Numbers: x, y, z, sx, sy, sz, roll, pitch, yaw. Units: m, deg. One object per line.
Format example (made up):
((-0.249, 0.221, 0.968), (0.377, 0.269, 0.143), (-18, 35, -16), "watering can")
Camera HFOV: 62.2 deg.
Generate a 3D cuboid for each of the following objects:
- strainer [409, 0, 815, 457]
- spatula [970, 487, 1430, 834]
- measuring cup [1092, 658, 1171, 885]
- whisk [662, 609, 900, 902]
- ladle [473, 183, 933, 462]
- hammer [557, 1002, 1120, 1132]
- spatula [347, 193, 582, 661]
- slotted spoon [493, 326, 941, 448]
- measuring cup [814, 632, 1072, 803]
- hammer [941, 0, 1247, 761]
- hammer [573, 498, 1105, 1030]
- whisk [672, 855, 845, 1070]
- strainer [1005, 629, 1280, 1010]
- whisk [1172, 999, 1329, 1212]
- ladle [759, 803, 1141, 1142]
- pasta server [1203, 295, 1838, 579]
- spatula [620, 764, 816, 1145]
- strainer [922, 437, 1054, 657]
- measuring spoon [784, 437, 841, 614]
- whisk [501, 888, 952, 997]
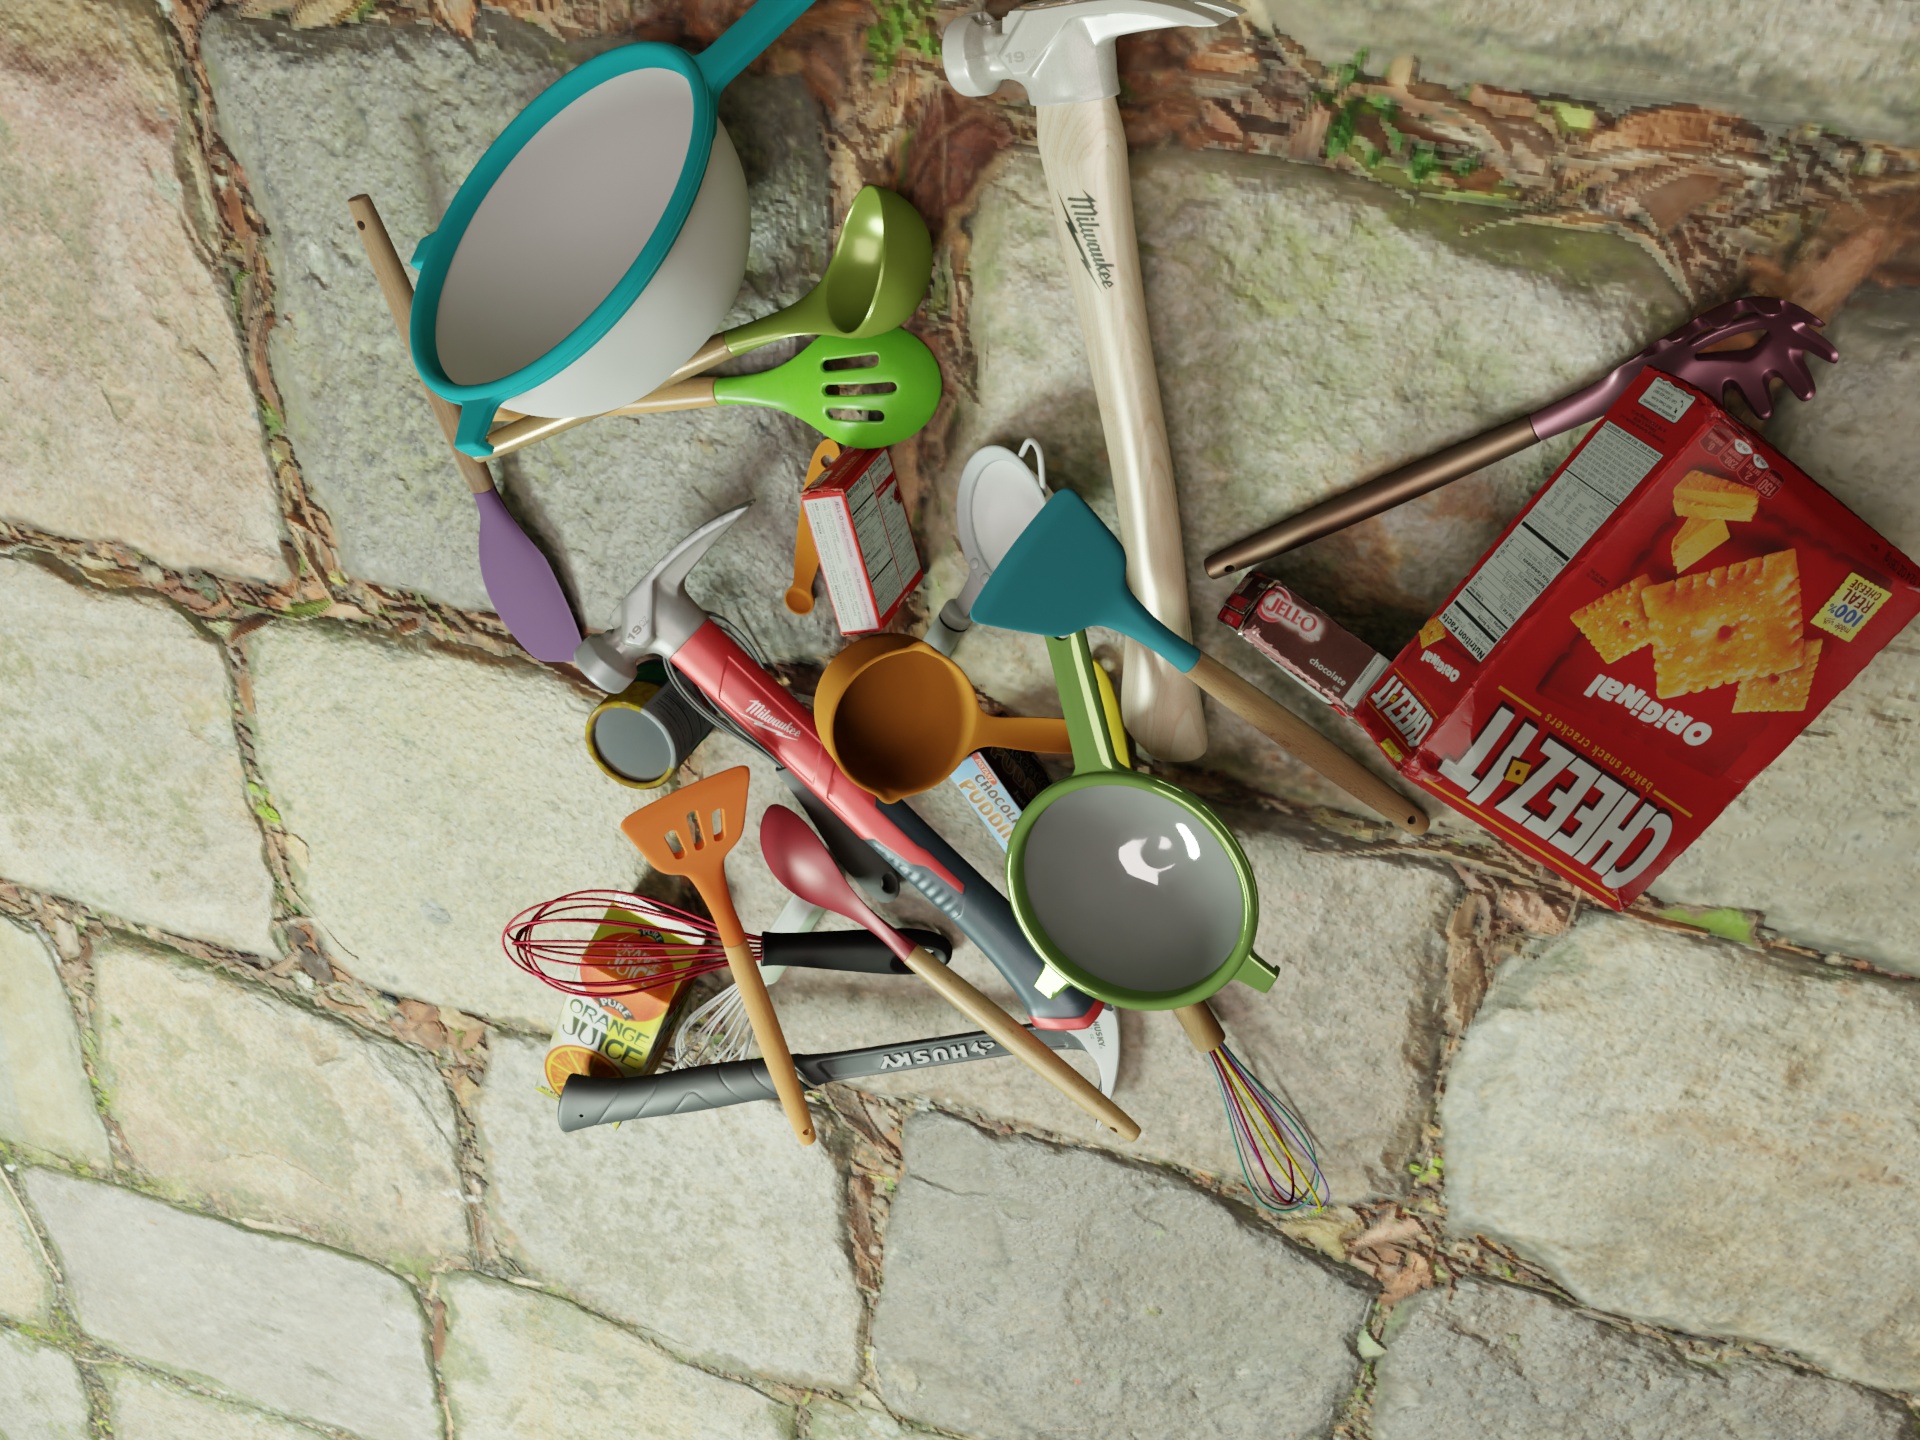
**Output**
((-0.132, -0.274, 0.810), (0.340, 0.211, 0.095), (-38, 139, 14), "strainer")
((0.146, -0.013, 0.860), (0.317, 0.044, 0.082), (32, 102, -21), "spatula")
((0.092, 0.035, 0.959), (0.062, 0.029, 0.156), (-5, 120, 22), "measuring cup")
((-0.110, 0.029, 1.021), (0.055, 0.055, 0.238), (-24, 113, 30), "whisk")
((-0.155, -0.204, 0.874), (0.320, 0.078, 0.062), (-16, 156, 24), "ladle")
((-0.088, 0.242, 1.098), (0.409, 0.036, 0.149), (-11, 119, 11), "hammer")
((-0.303, -0.165, 0.972), (0.060, 0.018, 0.315), (2, 128, 22), "spatula")
((-0.162, -0.187, 0.921), (0.314, 0.031, 0.070), (1, 109, 21), "slotted spoon")
((-0.001, -0.003, 0.919), (0.173, 0.052, 0.095), (5, 107, -25), "measuring cup")
((0.097, -0.156, 0.825), (0.146, 0.038, 0.410), (9, 126, 34), "hammer")
((-0.044, 0.043, 0.965), (0.386, 0.038, 0.143), (44, 102, -10), "hammer")
((-0.143, 0.182, 1.125), (0.058, 0.059, 0.246), (48, 123, 22), "whisk")
((0.093, 0.039, 0.914), (0.151, 0.069, 0.256), (-8, 105, 29), "strainer")
((0.172, 0.228, 1.043), (0.051, 0.047, 0.245), (-28, 103, 18), "whisk")
((-0.011, 0.165, 1.016), (0.315, 0.031, 0.069), (39, 147, 4), "ladle")
((0.262, -0.130, 0.796), (0.316, 0.040, 0.060), (-22, 130, 31), "pasta server")
((-0.134, 0.162, 1.007), (0.081, 0.041, 0.322), (-25, 124, -16), "spatula")
((0.002, -0.068, 0.925), (0.087, 0.050, 0.258), (57, 136, 24), "strainer")
((-0.086, -0.115, 0.949), (0.021, 0.011, 0.116), (20, 121, 8), "measuring spoon")
((-0.150, 0.150, 1.050), (0.295, 0.073, 0.073), (3, 124, -11), "whisk")
